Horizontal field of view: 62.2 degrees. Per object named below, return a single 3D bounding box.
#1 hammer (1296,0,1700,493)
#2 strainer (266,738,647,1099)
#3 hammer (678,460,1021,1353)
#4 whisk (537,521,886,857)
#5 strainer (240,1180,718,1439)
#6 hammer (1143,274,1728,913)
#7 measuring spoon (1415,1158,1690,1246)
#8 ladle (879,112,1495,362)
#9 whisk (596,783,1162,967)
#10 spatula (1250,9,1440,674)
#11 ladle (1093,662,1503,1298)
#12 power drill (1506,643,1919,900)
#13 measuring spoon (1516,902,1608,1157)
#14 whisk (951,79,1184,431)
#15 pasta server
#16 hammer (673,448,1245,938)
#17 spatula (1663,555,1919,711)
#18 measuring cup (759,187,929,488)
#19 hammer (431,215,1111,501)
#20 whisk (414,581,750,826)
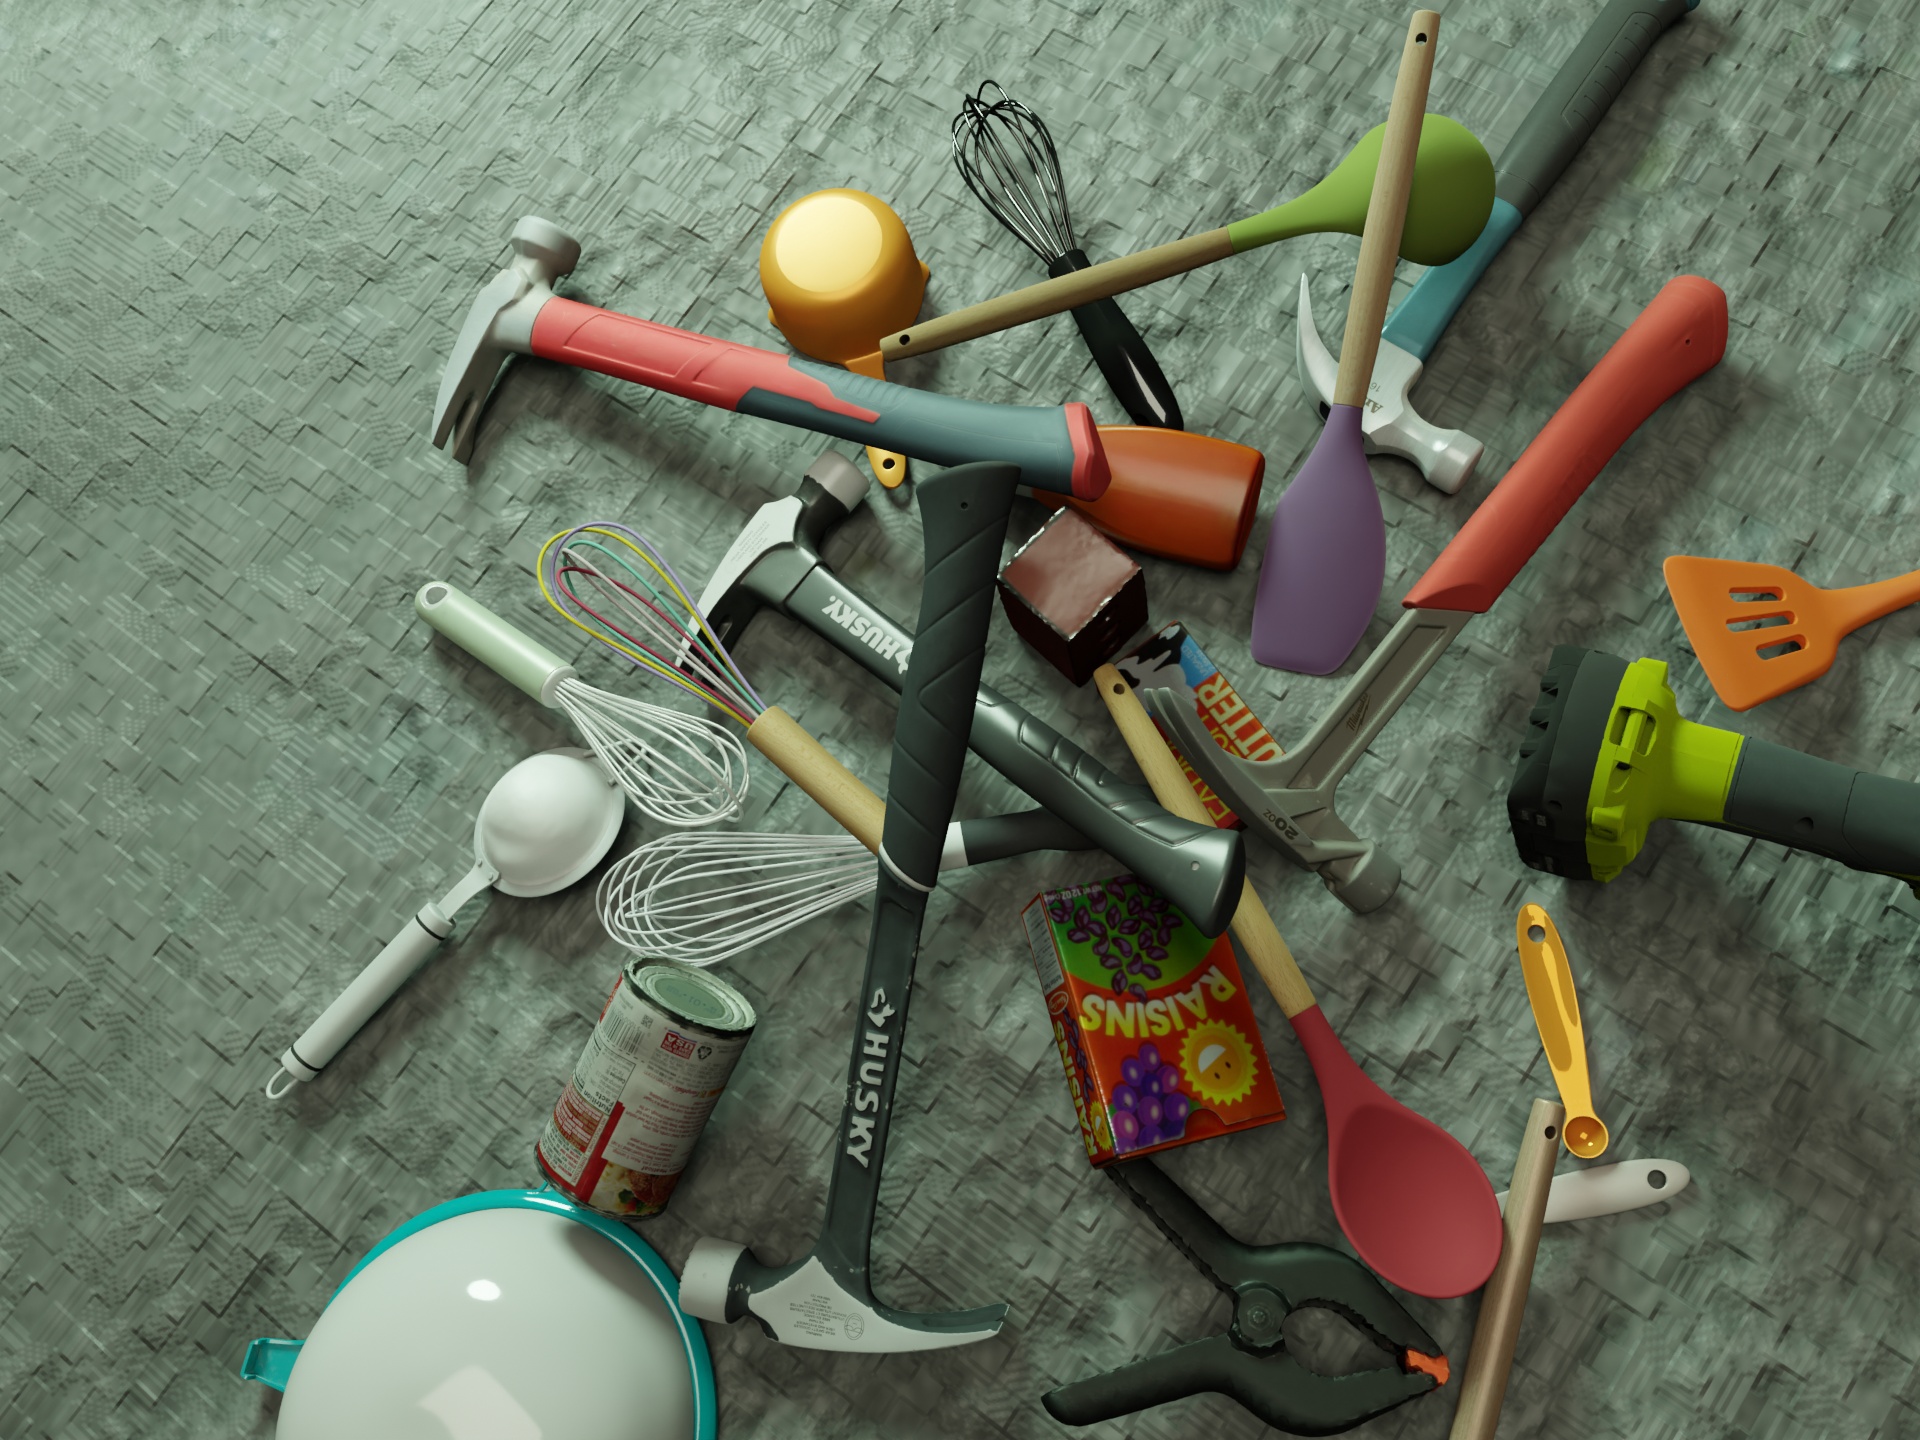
[{"bbox_3d":[0.293,-0.279,0.840,0.128,0.033,0.331,34,81,16],"label":"hammer"},{"bbox_3d":[-0.262,0.096,0.810,0.258,0.050,0.087,-47,57,-3],"label":"strainer"},{"bbox_3d":[-0.023,0.087,0.710,0.149,0.036,0.409,11,95,10],"label":"hammer"},{"bbox_3d":[-0.114,-0.010,0.764,0.245,0.047,0.051,41,124,13],"label":"whisk"},{"bbox_3d":[-0.189,0.368,0.684,0.211,0.095,0.341,-32,70,-2],"label":"strainer"},{"bbox_3d":[0.248,-0.088,0.765,0.149,0.037,0.359,43,79,-12],"label":"hammer"},{"bbox_3d":[0.261,0.212,0.701,0.124,0.018,0.034,-13,71,4],"label":"measuring spoon"},{"bbox_3d":[0.113,-0.234,0.818,0.320,0.062,0.078,-15,84,10],"label":"ladle"},{"bbox_3d":[-0.037,0.067,0.775,0.284,0.070,0.070,-12,72,1],"label":"whisk"},{"bbox_3d":[0.196,-0.178,0.772,0.060,0.018,0.316,11,100,12],"label":"spatula"},{"bbox_3d":[0.140,0.108,0.717,0.069,0.031,0.316,-24,74,-16],"label":"ladle"},{"bbox_3d":[0.359,0.048,0.666,0.229,0.190,0.080,15,76,28],"label":"power drill"},{"bbox_3d":[0.273,0.141,0.728,0.021,0.011,0.117,-9,68,7],"label":"measuring spoon"},{"bbox_3d":[0.060,-0.248,0.861,0.055,0.055,0.239,-28,75,0],"label":"whisk"},{"bbox_3d":[0.212,0.314,0.659,0.060,0.040,0.316,19,79,-5],"label":"pasta server"},{"bbox_3d":[-0.001,-0.002,0.764,0.335,0.035,0.146,37,83,30],"label":"hammer"},{"bbox_3d":[0.492,-0.077,0.743,0.322,0.041,0.081,-16,71,3],"label":"spatula"},{"bbox_3d":[-0.058,-0.210,0.863,0.095,0.052,0.174,-15,69,4],"label":"measuring cup"},{"bbox_3d":[-0.107,-0.161,0.829,0.386,0.038,0.143,19,83,23],"label":"hammer"},{"bbox_3d":[-0.200,-0.013,0.818,0.246,0.059,0.058,31,65,27],"label":"whisk"}]
